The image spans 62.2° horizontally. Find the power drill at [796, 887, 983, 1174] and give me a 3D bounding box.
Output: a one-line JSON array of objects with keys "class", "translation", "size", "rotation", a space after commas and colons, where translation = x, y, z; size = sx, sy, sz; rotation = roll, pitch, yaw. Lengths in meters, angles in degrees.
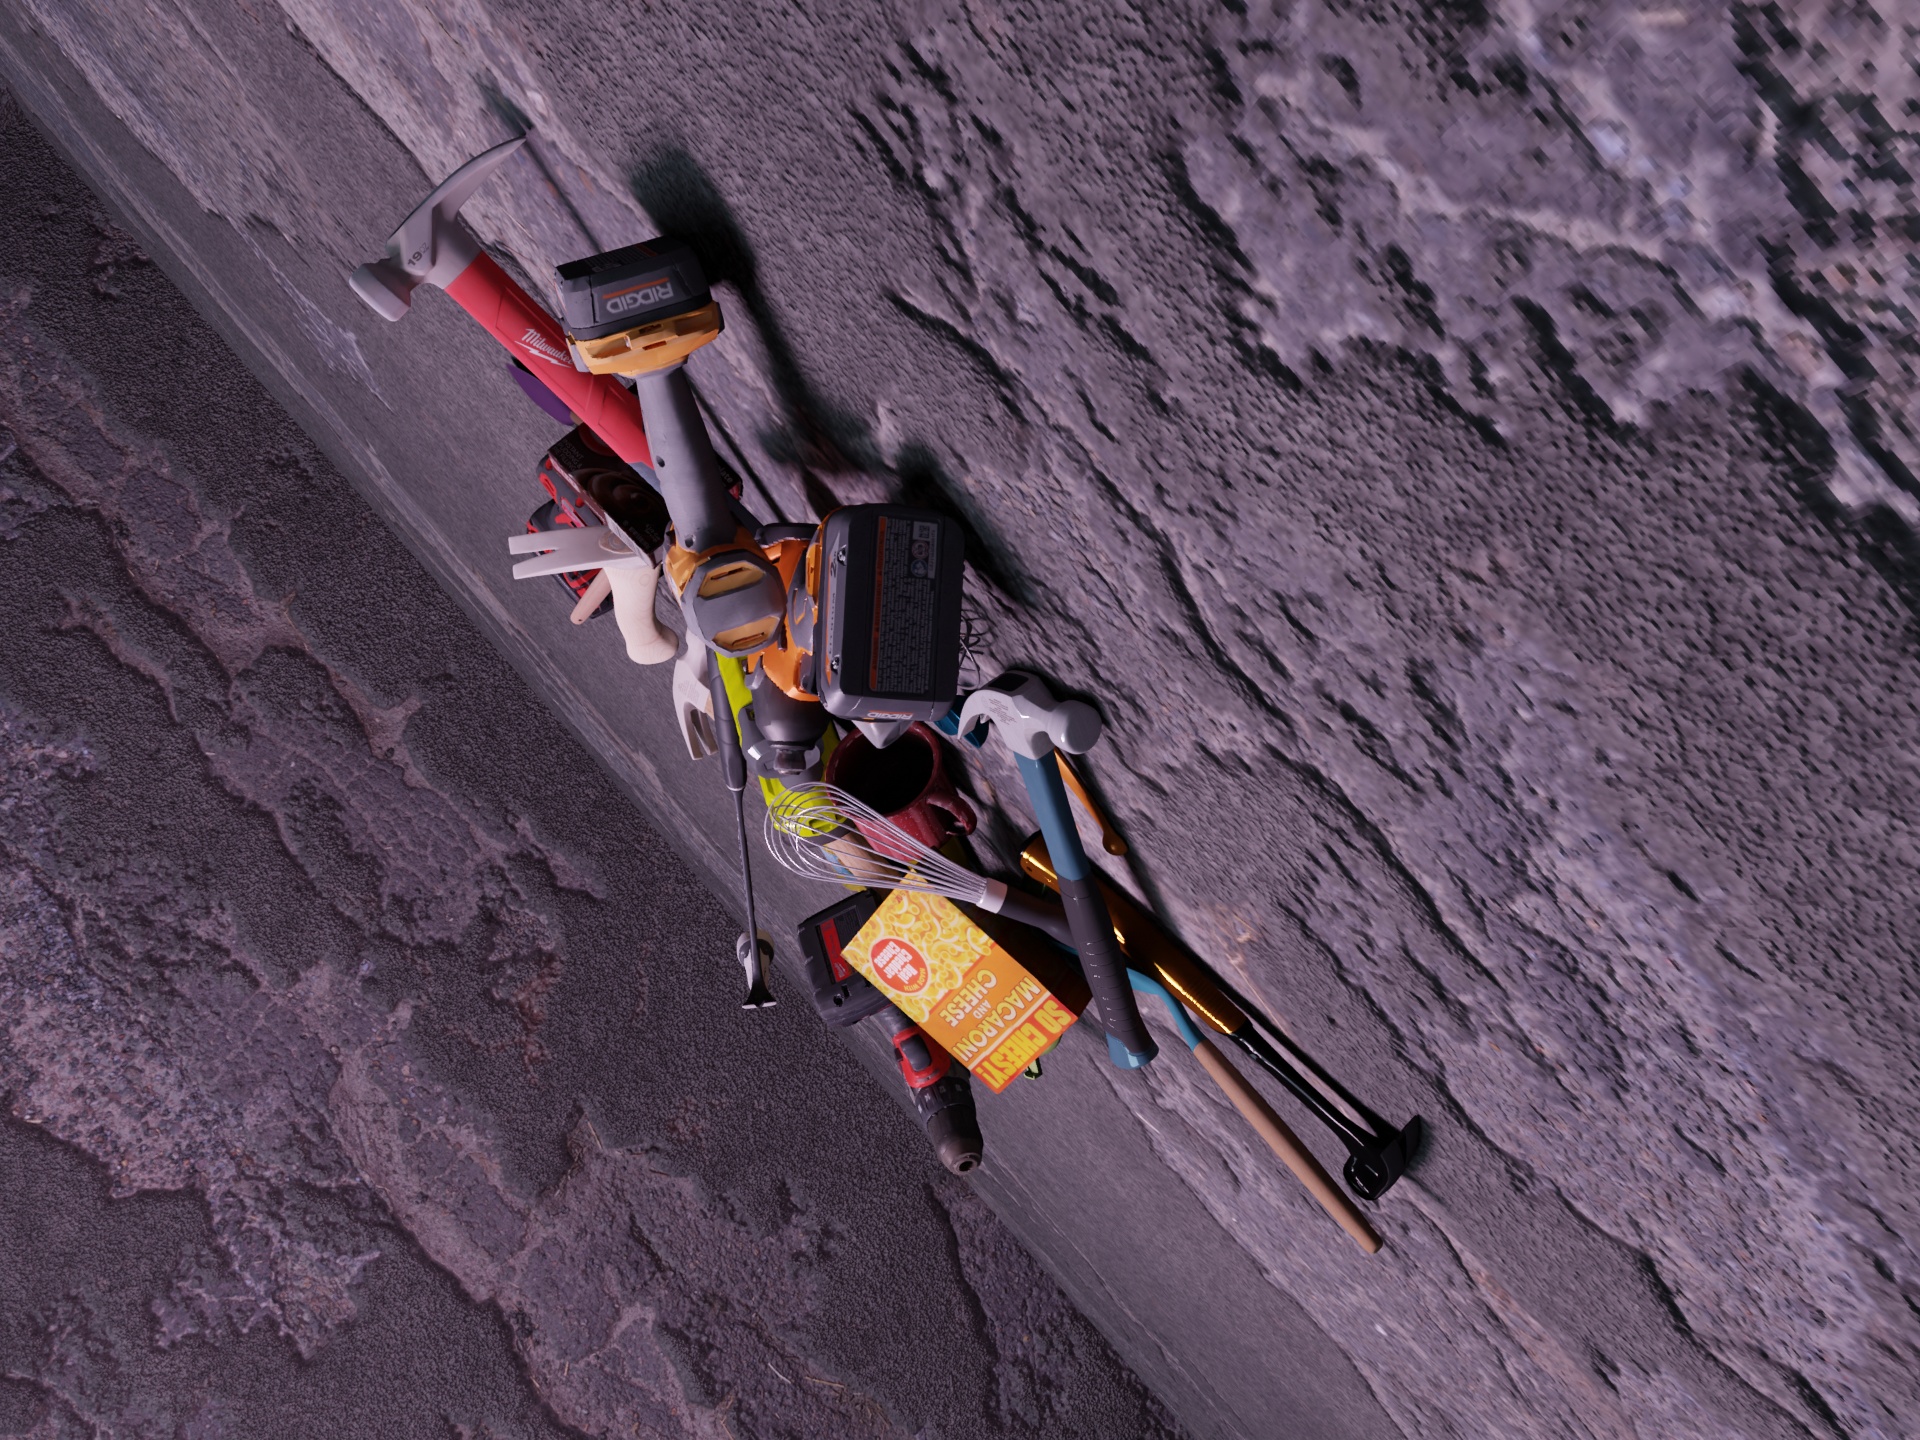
[{"class": "power drill", "translation": [-0.050, 0.277, 1.396], "size": [0.226, 0.080, 0.188], "rotation": [61, -177, -40]}]

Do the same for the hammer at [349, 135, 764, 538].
[{"class": "hammer", "translation": [-0.209, -0.204, 1.075], "size": [0.386, 0.143, 0.038], "rotation": [44, -178, -28]}]

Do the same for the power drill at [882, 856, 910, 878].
[{"class": "power drill", "translation": [-0.004, 0.197, 1.462], "size": [0.223, 0.080, 0.171], "rotation": [45, 159, 20]}]

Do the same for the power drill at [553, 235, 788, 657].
[{"class": "power drill", "translation": [-0.169, -0.165, 0.945], "size": [0.185, 0.084, 0.226], "rotation": [-131, 24, -64]}]

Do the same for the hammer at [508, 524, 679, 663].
[{"class": "hammer", "translation": [-0.288, -0.100, 1.361], "size": [0.410, 0.146, 0.038], "rotation": [135, 126, -77]}]

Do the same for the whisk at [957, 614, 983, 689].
[{"class": "whisk", "translation": [-0.039, -0.048, 1.056], "size": [0.055, 0.055, 0.239], "rotation": [53, 167, -17]}]

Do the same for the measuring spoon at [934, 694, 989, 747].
[{"class": "measuring spoon", "translation": [-0.002, -0.004, 1.116], "size": [0.042, 0.021, 0.128], "rotation": [50, 173, -7]}]

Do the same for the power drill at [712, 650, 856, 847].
[{"class": "power drill", "translation": [-0.150, -0.011, 1.307], "size": [0.228, 0.080, 0.191], "rotation": [77, 174, -61]}]

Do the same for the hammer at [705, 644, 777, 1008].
[{"class": "hammer", "translation": [-0.202, 0.071, 1.437], "size": [0.149, 0.036, 0.408], "rotation": [-115, 20, -68]}]

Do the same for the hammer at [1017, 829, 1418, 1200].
[{"class": "hammer", "translation": [0.165, 0.187, 1.080], "size": [0.337, 0.034, 0.127], "rotation": [41, 163, 23]}]

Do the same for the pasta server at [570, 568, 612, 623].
[{"class": "pasta server", "translation": [-0.284, -0.134, 1.349], "size": [0.316, 0.060, 0.040], "rotation": [-32, 56, 57]}]

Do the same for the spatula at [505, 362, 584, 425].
[{"class": "spatula", "translation": [-0.307, -0.248, 1.326], "size": [0.316, 0.018, 0.059], "rotation": [32, 160, 47]}]

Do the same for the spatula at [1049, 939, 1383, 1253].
[{"class": "spatula", "translation": [0.181, 0.259, 1.135], "size": [0.318, 0.044, 0.082], "rotation": [48, -179, 38]}]

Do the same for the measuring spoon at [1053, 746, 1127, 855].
[{"class": "measuring spoon", "translation": [0.072, 0.045, 1.032], "size": [0.116, 0.011, 0.021], "rotation": [53, 163, -16]}]

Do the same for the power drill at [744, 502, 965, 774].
[{"class": "power drill", "translation": [-0.075, -0.046, 0.964], "size": [0.226, 0.084, 0.164], "rotation": [-179, 92, -67]}]

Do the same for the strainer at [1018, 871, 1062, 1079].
[{"class": "strainer", "translation": [0.022, 0.192, 1.274], "size": [0.152, 0.069, 0.256], "rotation": [47, 147, 23]}]

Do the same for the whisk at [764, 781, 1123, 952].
[{"class": "whisk", "translation": [-0.006, 0.115, 1.157], "size": [0.284, 0.070, 0.070], "rotation": [21, 166, -9]}]

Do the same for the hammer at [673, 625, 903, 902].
[{"class": "hammer", "translation": [-0.166, 0.052, 1.481], "size": [0.332, 0.031, 0.130], "rotation": [44, 133, 28]}]

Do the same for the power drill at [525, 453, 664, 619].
[{"class": "power drill", "translation": [-0.334, -0.171, 1.476], "size": [0.143, 0.078, 0.219], "rotation": [50, 161, -6]}]

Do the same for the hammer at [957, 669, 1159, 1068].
[{"class": "hammer", "translation": [0.077, 0.108, 1.041], "size": [0.128, 0.033, 0.330], "rotation": [28, 144, 50]}]
